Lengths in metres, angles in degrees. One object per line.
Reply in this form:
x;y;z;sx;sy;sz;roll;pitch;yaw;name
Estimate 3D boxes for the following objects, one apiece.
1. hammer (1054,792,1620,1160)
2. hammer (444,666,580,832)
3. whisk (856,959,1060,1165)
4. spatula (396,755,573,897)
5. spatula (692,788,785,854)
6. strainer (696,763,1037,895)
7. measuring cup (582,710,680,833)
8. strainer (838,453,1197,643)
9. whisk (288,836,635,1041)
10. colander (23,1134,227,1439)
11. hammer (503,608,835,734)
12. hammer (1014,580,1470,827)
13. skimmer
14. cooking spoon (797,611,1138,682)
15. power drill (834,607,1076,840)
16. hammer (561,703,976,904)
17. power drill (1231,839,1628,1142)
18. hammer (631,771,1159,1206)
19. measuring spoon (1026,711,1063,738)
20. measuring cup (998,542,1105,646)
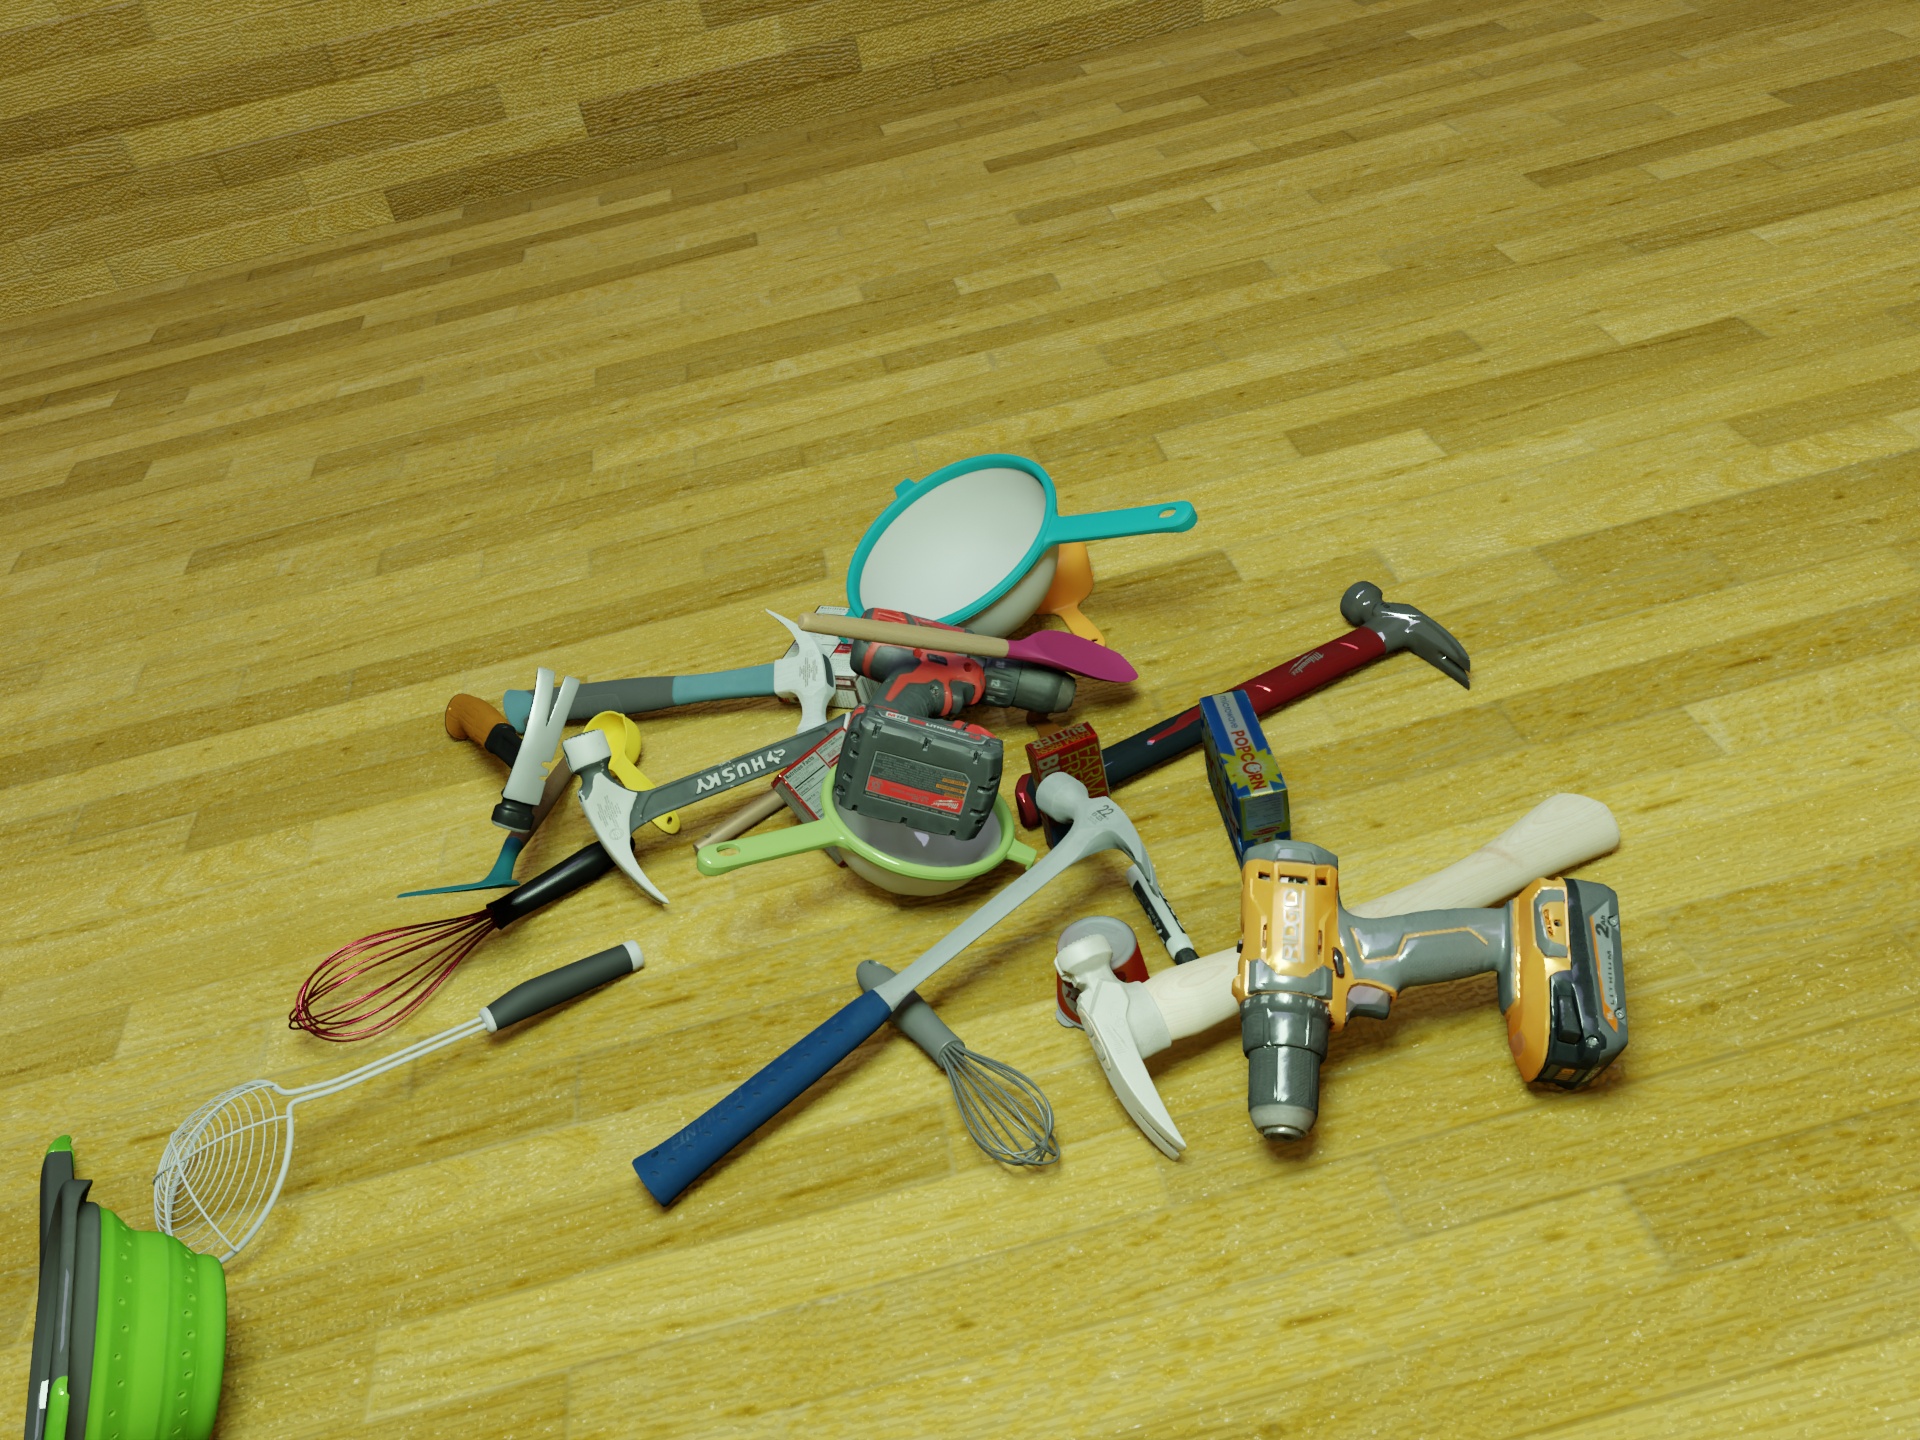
0.274;0.147;1.059;0.410;0.038;0.146;-19;65;-17;hammer
-0.397;0.004;1.364;0.034;0.127;0.337;18;-1;-27;hammer
-0.010;0.223;1.063;0.055;0.055;0.239;-29;35;-20;whisk
-0.358;0.079;1.300;0.082;0.044;0.318;-8;23;8;spatula
-0.096;0.028;1.363;0.316;0.018;0.060;-33;42;-26;spatula
-0.081;0.098;1.183;0.256;0.069;0.152;-11;42;-34;strainer
-0.279;0.051;1.382;0.062;0.029;0.157;-51;56;6;measuring cup
0.062;-0.136;1.395;0.340;0.095;0.211;-3;51;33;strainer
-0.383;0.163;1.245;0.296;0.073;0.073;-30;40;-29;whisk
-0.528;0.358;1.004;0.094;0.204;0.397;7;8;-31;colander
-0.269;-0.024;1.442;0.331;0.033;0.128;-6;72;18;hammer
0.222;0.001;1.285;0.386;0.038;0.143;-25;40;-15;hammer
-0.392;0.262;1.142;0.363;0.090;0.127;-22;36;-28;skimmer
0.013;-0.059;1.253;0.318;0.017;0.069;6;33;-35;cooking spoon
-0.002;-0.004;1.241;0.188;0.080;0.227;15;30;-4;power drill
-0.112;0.020;1.318;0.409;0.149;0.036;-21;3;-23;hammer
0.280;0.173;0.972;0.226;0.084;0.185;5;61;7;power drill
-0.042;0.184;1.070;0.405;0.035;0.144;-37;33;-13;hammer
0.073;0.007;1.312;0.021;0.011;0.117;-25;18;-4;measuring spoon
0.093;-0.125;1.472;0.095;0.052;0.174;-20;35;-9;measuring cup
